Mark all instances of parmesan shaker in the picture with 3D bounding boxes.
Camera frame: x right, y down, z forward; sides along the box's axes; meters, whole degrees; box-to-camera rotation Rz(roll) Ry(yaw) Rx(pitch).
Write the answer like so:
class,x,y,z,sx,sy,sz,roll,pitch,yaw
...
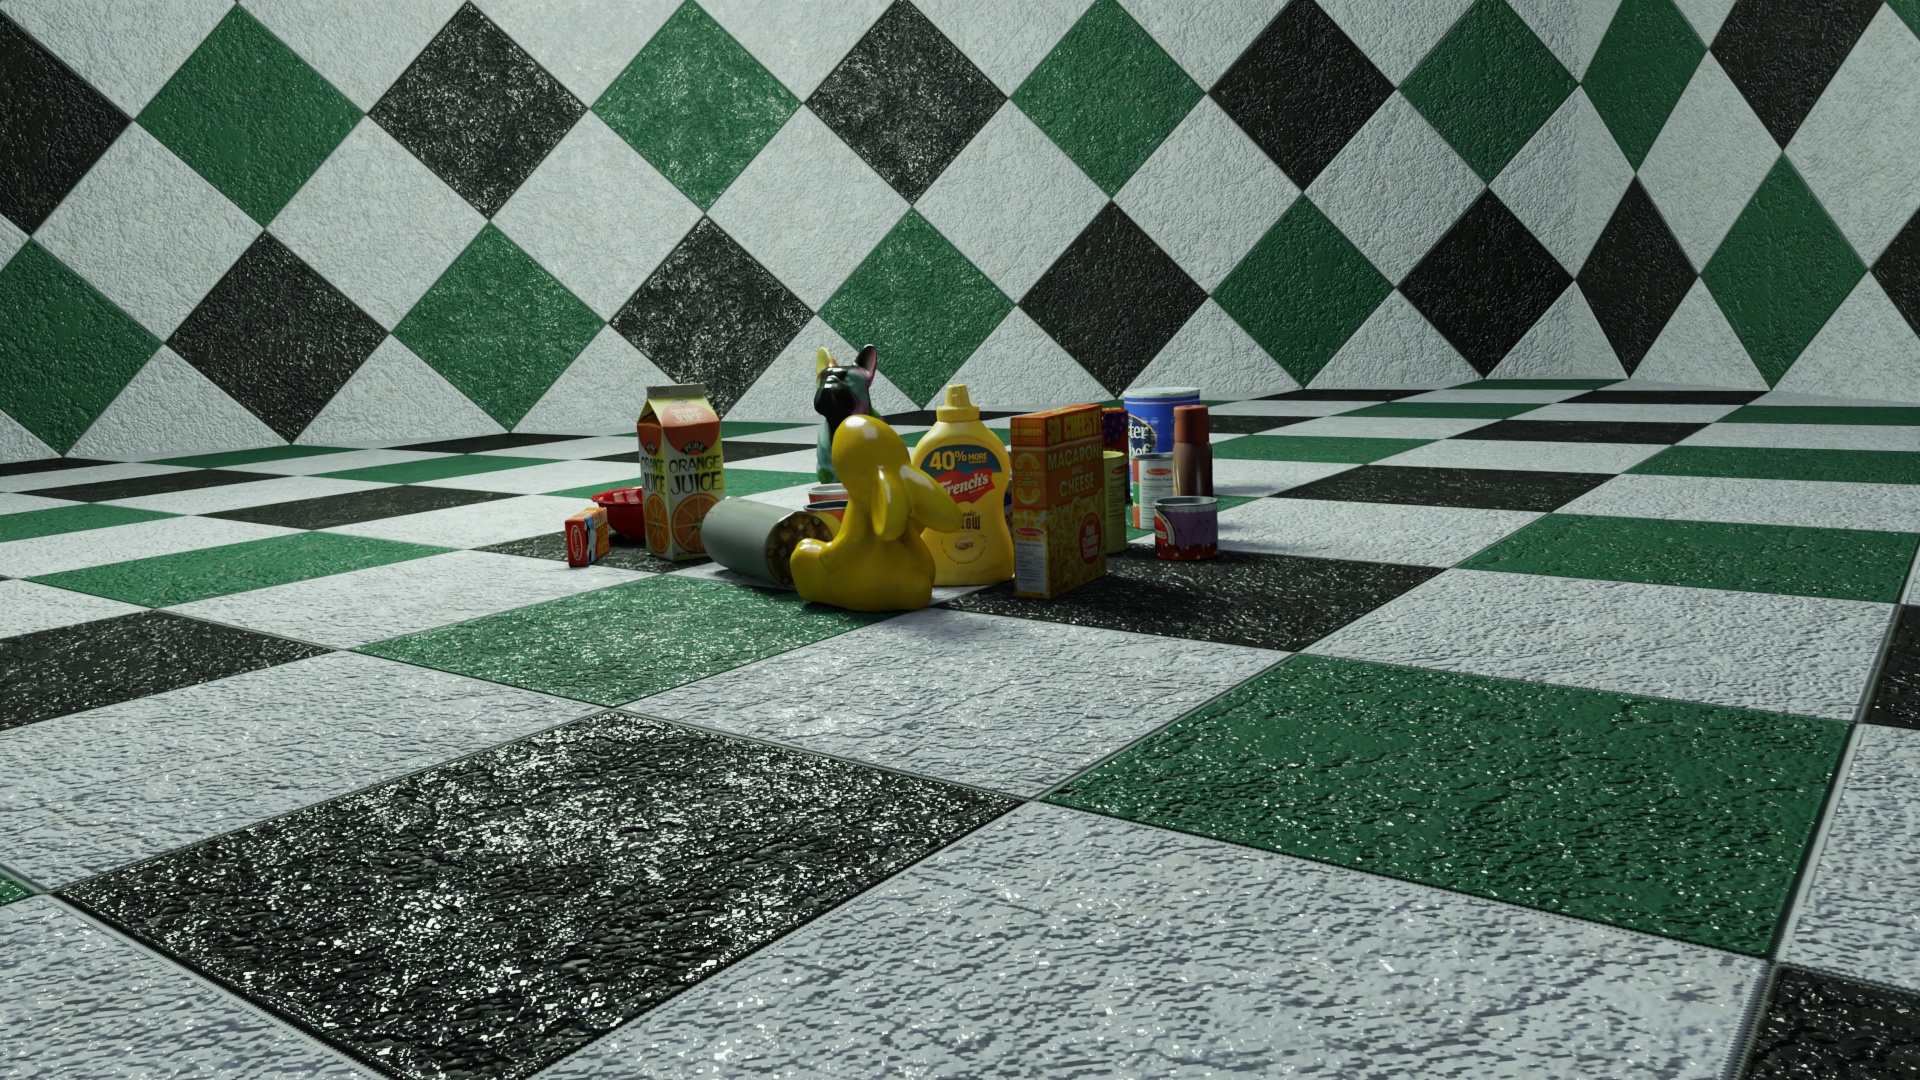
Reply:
class,x,y,z,sx,sy,sz,roll,pitch,yaw
parmesan shaker,0.141,-0.040,1.477,0.071,0.103,0.071,-2,9,1

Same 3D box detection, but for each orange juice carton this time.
class,x,y,z,sx,sy,sz,roll,pitch,yaw
orange juice carton,-0.312,-0.079,1.557,0.072,0.192,0.073,-9,11,-35

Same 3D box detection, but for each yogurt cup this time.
class,x,y,z,sx,sy,sz,roll,pitch,yaw
yogurt cup,-0.150,-0.038,1.684,0.072,0.054,0.072,-2,10,1

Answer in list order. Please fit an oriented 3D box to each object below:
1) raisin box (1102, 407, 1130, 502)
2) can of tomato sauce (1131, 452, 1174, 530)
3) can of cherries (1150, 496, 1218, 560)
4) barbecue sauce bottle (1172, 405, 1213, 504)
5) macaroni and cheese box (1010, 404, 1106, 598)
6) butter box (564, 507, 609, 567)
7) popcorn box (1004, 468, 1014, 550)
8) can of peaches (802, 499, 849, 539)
class,x,y,z,sx,sy,sz,roll,pitch,yaw
raisin box,0.174,-0.109,1.804,0.086,0.123,0.040,-4,9,-11
can of tomato sauce,0.233,-0.058,1.615,0.071,0.083,0.071,-2,10,1
can of cherries,0.230,-0.013,1.431,0.071,0.058,0.071,-2,10,1
barbecue sauce bottle,0.249,-0.070,1.490,0.043,0.148,0.065,-1,10,12
macaroni and cheese box,0.092,-0.039,1.304,0.040,0.166,0.124,3,11,31
butter box,-0.420,-0.005,1.566,0.024,0.053,0.104,-3,10,0
popcorn box,0.045,-0.027,1.483,0.038,0.085,0.127,1,10,20
can of peaches,-0.134,-0.011,1.512,0.071,0.058,0.071,-2,10,1
